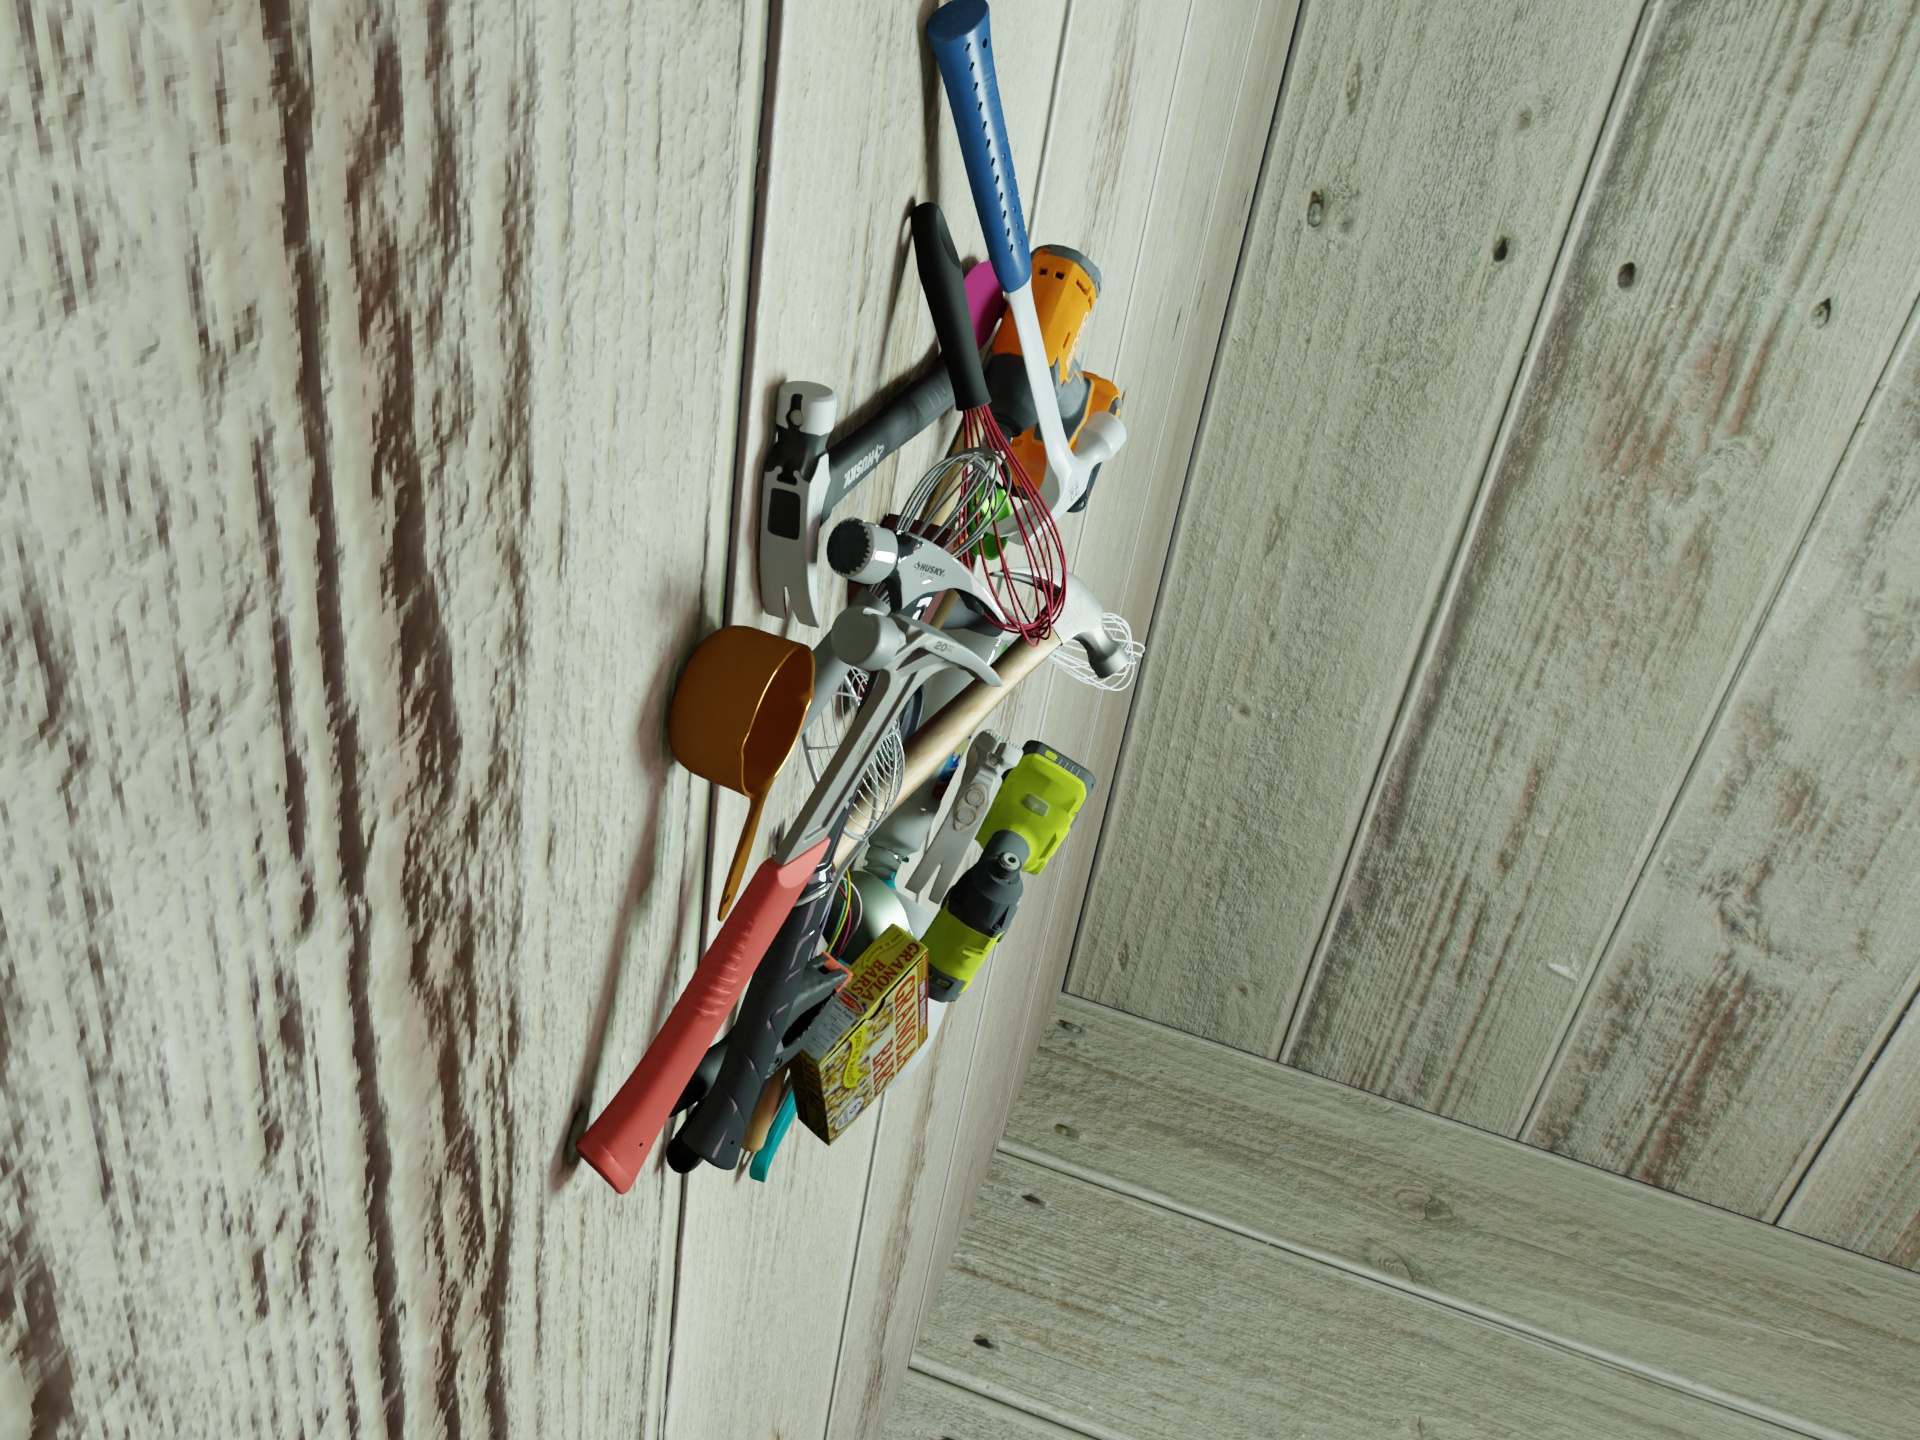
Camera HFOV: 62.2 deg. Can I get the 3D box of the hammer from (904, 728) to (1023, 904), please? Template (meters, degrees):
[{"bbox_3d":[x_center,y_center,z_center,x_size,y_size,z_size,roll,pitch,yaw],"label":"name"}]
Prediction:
[{"bbox_3d":[0.009,0.064,1.474,0.146,0.038,0.410,-62,180,5],"label":"hammer"}]

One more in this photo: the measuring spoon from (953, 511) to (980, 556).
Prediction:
[{"bbox_3d":[0.001,-0.154,1.383,0.117,0.011,0.021,-55,152,-50],"label":"measuring spoon"}]

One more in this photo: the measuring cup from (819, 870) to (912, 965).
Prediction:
[{"bbox_3d":[-0.084,0.198,1.285,0.038,0.083,0.167,-30,137,-42],"label":"measuring cup"}]

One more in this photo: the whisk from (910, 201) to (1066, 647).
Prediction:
[{"bbox_3d":[0.013,-0.186,1.032,0.073,0.073,0.295,-53,132,-61],"label":"whisk"}]

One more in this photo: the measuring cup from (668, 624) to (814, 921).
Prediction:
[{"bbox_3d":[-0.131,0.029,0.872,0.095,0.052,0.173,-45,155,-65],"label":"measuring cup"}]

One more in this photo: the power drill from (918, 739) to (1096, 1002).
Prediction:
[{"bbox_3d":[0.039,0.123,1.393,0.171,0.080,0.223,-60,178,40],"label":"power drill"}]

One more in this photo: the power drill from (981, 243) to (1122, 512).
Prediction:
[{"bbox_3d":[0.068,-0.255,1.290,0.226,0.084,0.164,61,49,-70],"label":"power drill"}]

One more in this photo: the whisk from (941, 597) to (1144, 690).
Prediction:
[{"bbox_3d":[0.057,-0.073,1.342,0.284,0.070,0.070,10,98,-45],"label":"whisk"}]

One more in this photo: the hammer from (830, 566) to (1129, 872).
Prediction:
[{"bbox_3d":[-0.002,-0.004,1.228,0.331,0.130,0.031,-44,-162,-29],"label":"hammer"}]

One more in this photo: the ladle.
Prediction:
[{"bbox_3d":[-0.026,-0.134,1.224,0.069,0.031,0.316,99,9,-65],"label":"ladle"}]

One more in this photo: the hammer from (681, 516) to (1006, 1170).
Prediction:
[{"bbox_3d":[-0.084,0.085,0.964,0.149,0.036,0.409,11,102,-53],"label":"hammer"}]

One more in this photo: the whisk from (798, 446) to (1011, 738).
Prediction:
[{"bbox_3d":[-0.050,-0.073,0.988,0.239,0.055,0.055,-53,169,1],"label":"whisk"}]

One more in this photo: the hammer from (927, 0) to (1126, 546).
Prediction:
[{"bbox_3d":[0.037,-0.284,1.069,0.144,0.035,0.405,-52,149,-22],"label":"hammer"}]

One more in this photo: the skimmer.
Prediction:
[{"bbox_3d":[-0.127,0.130,1.102,0.127,0.090,0.363,-54,169,-71],"label":"skimmer"}]

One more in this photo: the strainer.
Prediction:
[{"bbox_3d":[-0.080,0.287,1.398,0.340,0.095,0.210,-60,163,-55],"label":"strainer"}]

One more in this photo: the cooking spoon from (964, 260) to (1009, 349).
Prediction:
[{"bbox_3d":[0.037,-0.328,1.269,0.319,0.017,0.068,-41,146,-70],"label":"cooking spoon"}]

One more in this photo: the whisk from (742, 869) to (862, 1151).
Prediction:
[{"bbox_3d":[-0.127,0.220,1.207,0.051,0.047,0.245,-3,114,-60],"label":"whisk"}]

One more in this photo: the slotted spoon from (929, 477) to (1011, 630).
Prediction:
[{"bbox_3d":[-0.001,-0.122,1.265,0.314,0.031,0.070,-66,143,-62],"label":"slotted spoon"}]

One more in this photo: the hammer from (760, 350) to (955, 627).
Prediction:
[{"bbox_3d":[-0.049,-0.178,1.015,0.335,0.035,0.146,-56,159,-59],"label":"hammer"}]

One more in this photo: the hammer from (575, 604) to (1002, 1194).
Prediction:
[{"bbox_3d":[-0.105,0.104,0.884,0.359,0.037,0.149,-59,153,6],"label":"hammer"}]
